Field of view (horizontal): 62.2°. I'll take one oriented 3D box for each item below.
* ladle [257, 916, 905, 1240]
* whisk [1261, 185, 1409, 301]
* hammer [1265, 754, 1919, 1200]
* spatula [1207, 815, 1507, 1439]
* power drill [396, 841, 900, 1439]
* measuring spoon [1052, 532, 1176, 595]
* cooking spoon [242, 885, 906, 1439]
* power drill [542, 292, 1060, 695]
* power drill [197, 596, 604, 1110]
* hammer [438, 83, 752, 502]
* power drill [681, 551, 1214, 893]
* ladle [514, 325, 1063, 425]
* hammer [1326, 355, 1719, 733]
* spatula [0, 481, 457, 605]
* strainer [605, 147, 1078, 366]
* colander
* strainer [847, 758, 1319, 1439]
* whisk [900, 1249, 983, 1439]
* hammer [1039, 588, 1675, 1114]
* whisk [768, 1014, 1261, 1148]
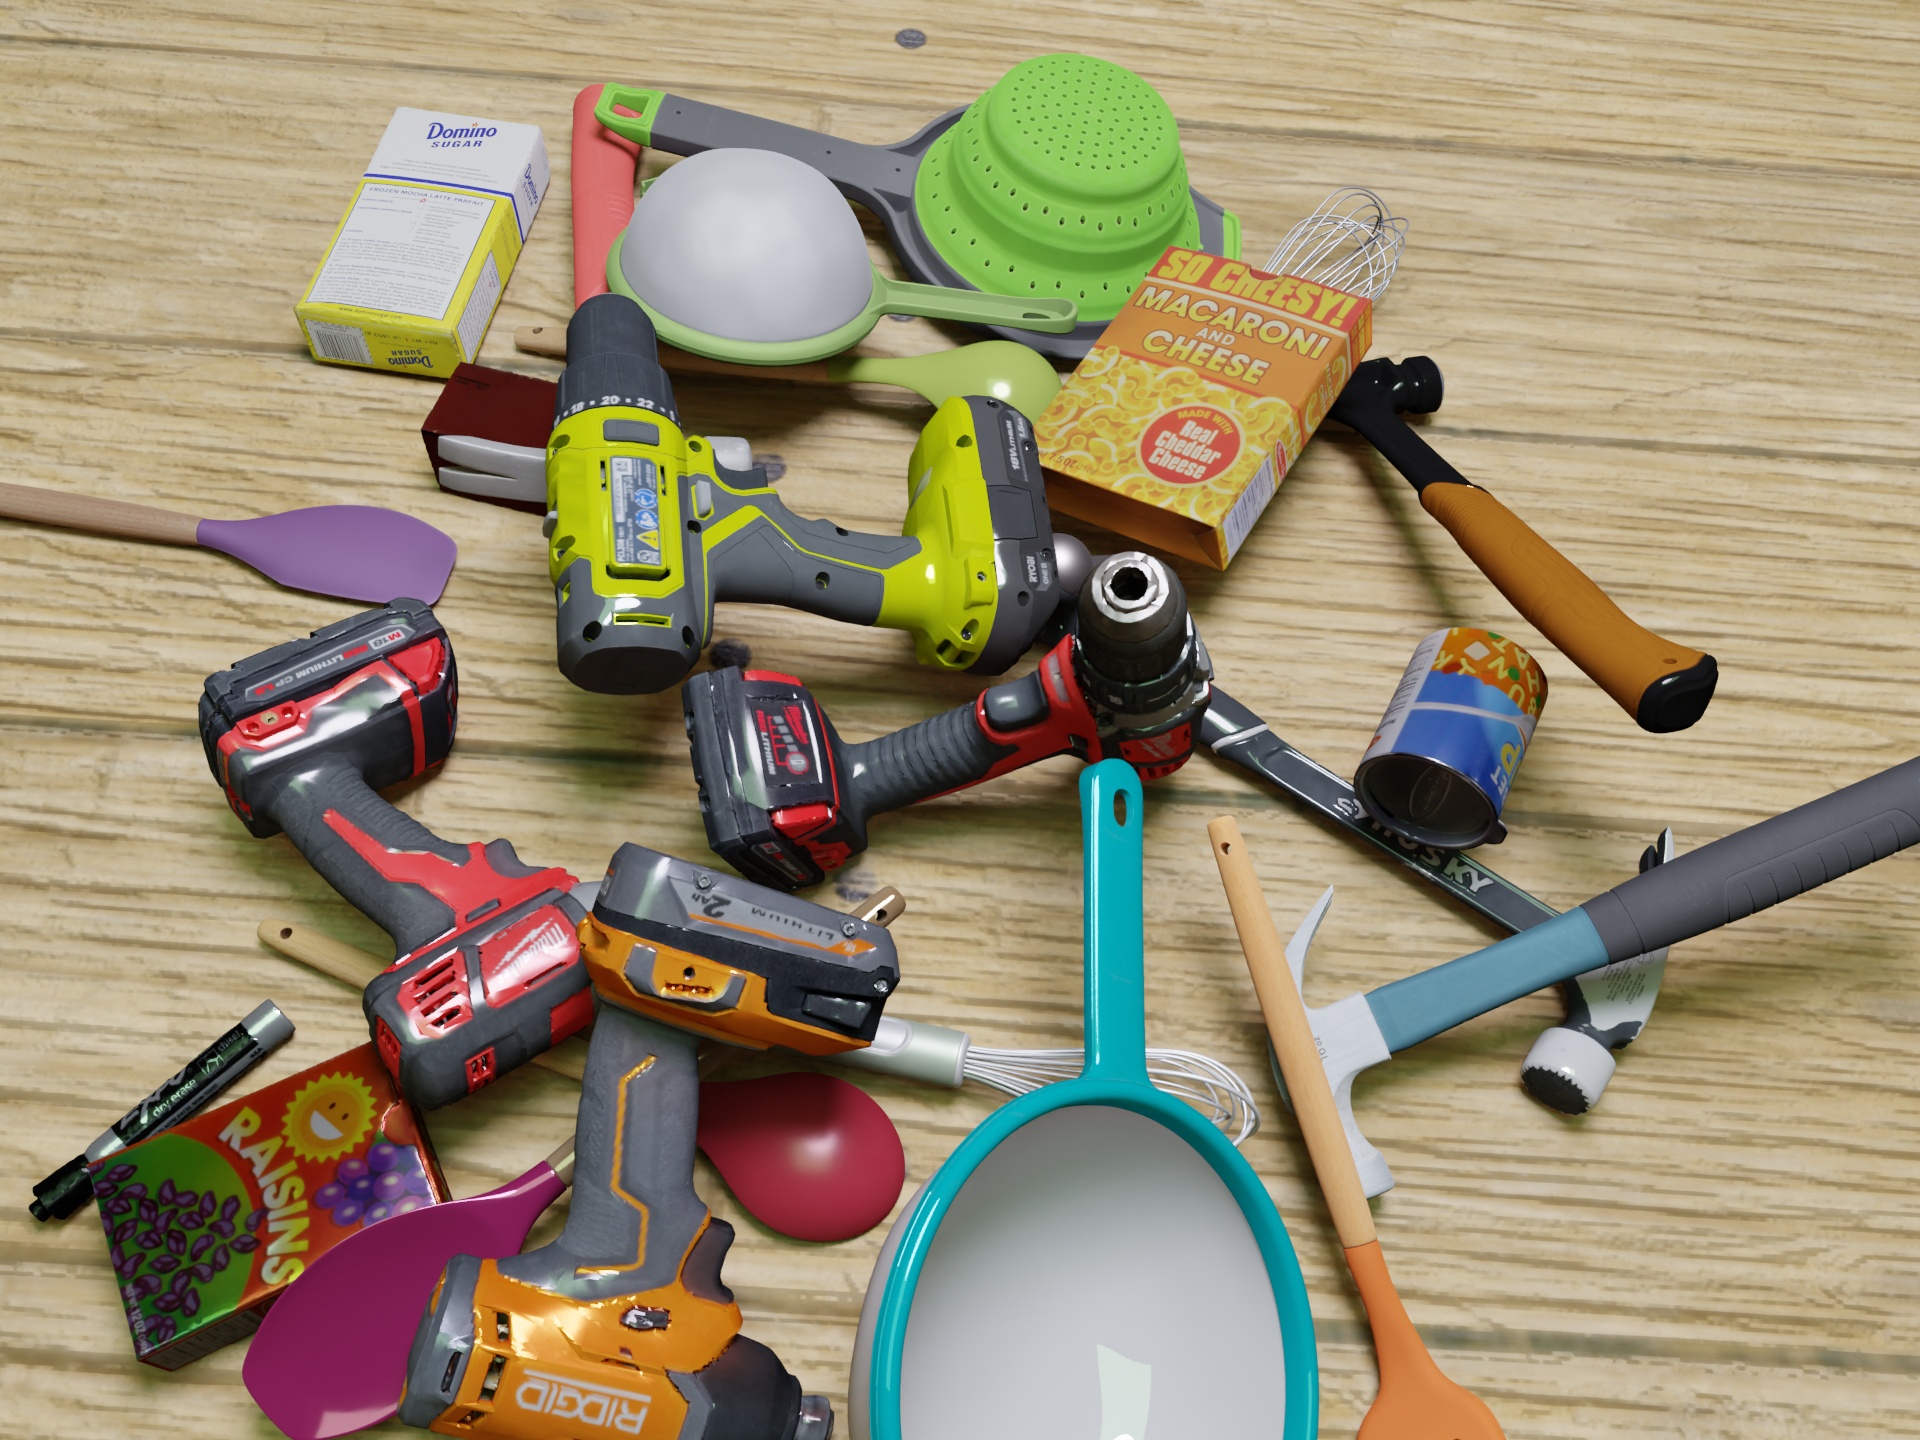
[{"bbox_3d":[-0.173,0.146,0.701,0.315,0.031,0.069,20,62,10],"label":"ladle"},{"bbox_3d":[0.156,-0.216,0.914,0.284,0.070,0.070,-40,70,-18],"label":"whisk"},{"bbox_3d":[0.288,0.089,0.688,0.331,0.033,0.128,-24,72,6],"label":"hammer"},{"bbox_3d":[0.155,0.192,0.654,0.081,0.041,0.323,-23,73,21],"label":"spatula"},{"bbox_3d":[-0.101,0.177,0.620,0.164,0.084,0.226,20,82,-14],"label":"power drill"},{"bbox_3d":[0.081,-0.081,0.809,0.124,0.018,0.034,-4,59,-52],"label":"measuring spoon"},{"bbox_3d":[-0.146,0.170,0.658,0.319,0.017,0.068,-38,97,-20],"label":"cooking spoon"},{"bbox_3d":[-0.079,-0.105,0.745,0.228,0.080,0.191,2,66,-23],"label":"power drill"},{"bbox_3d":[-0.228,0.053,0.707,0.143,0.078,0.220,-29,63,-31],"label":"power drill"},{"bbox_3d":[-0.206,-0.248,0.881,0.149,0.036,0.359,1,49,-16],"label":"hammer"},{"bbox_3d":[-0.001,-0.002,0.690,0.226,0.187,0.080,-15,71,3],"label":"power drill"},{"bbox_3d":[-0.097,-0.192,0.899,0.320,0.062,0.078,8,56,9],"label":"ladle"},{"bbox_3d":[0.249,-0.098,0.786,0.127,0.034,0.337,-12,37,-9],"label":"hammer"},{"bbox_3d":[-0.422,-0.105,0.836,0.316,0.018,0.060,9,59,0],"label":"spatula"},{"bbox_3d":[-0.059,-0.252,0.848,0.256,0.069,0.152,6,47,-6],"label":"strainer"},{"bbox_3d":[-0.016,-0.337,0.925,0.397,0.094,0.205,13,60,-3],"label":"colander"},{"bbox_3d":[0.034,0.185,0.619,0.210,0.095,0.341,18,64,-34],"label":"strainer"},{"bbox_3d":[-0.037,0.300,0.609,0.055,0.055,0.239,21,56,9],"label":"whisk"},{"bbox_3d":[0.160,0.016,0.790,0.409,0.036,0.149,34,63,16],"label":"hammer"},{"bbox_3d":[0.008,0.150,0.697,0.246,0.059,0.058,10,50,8],"label":"whisk"}]
